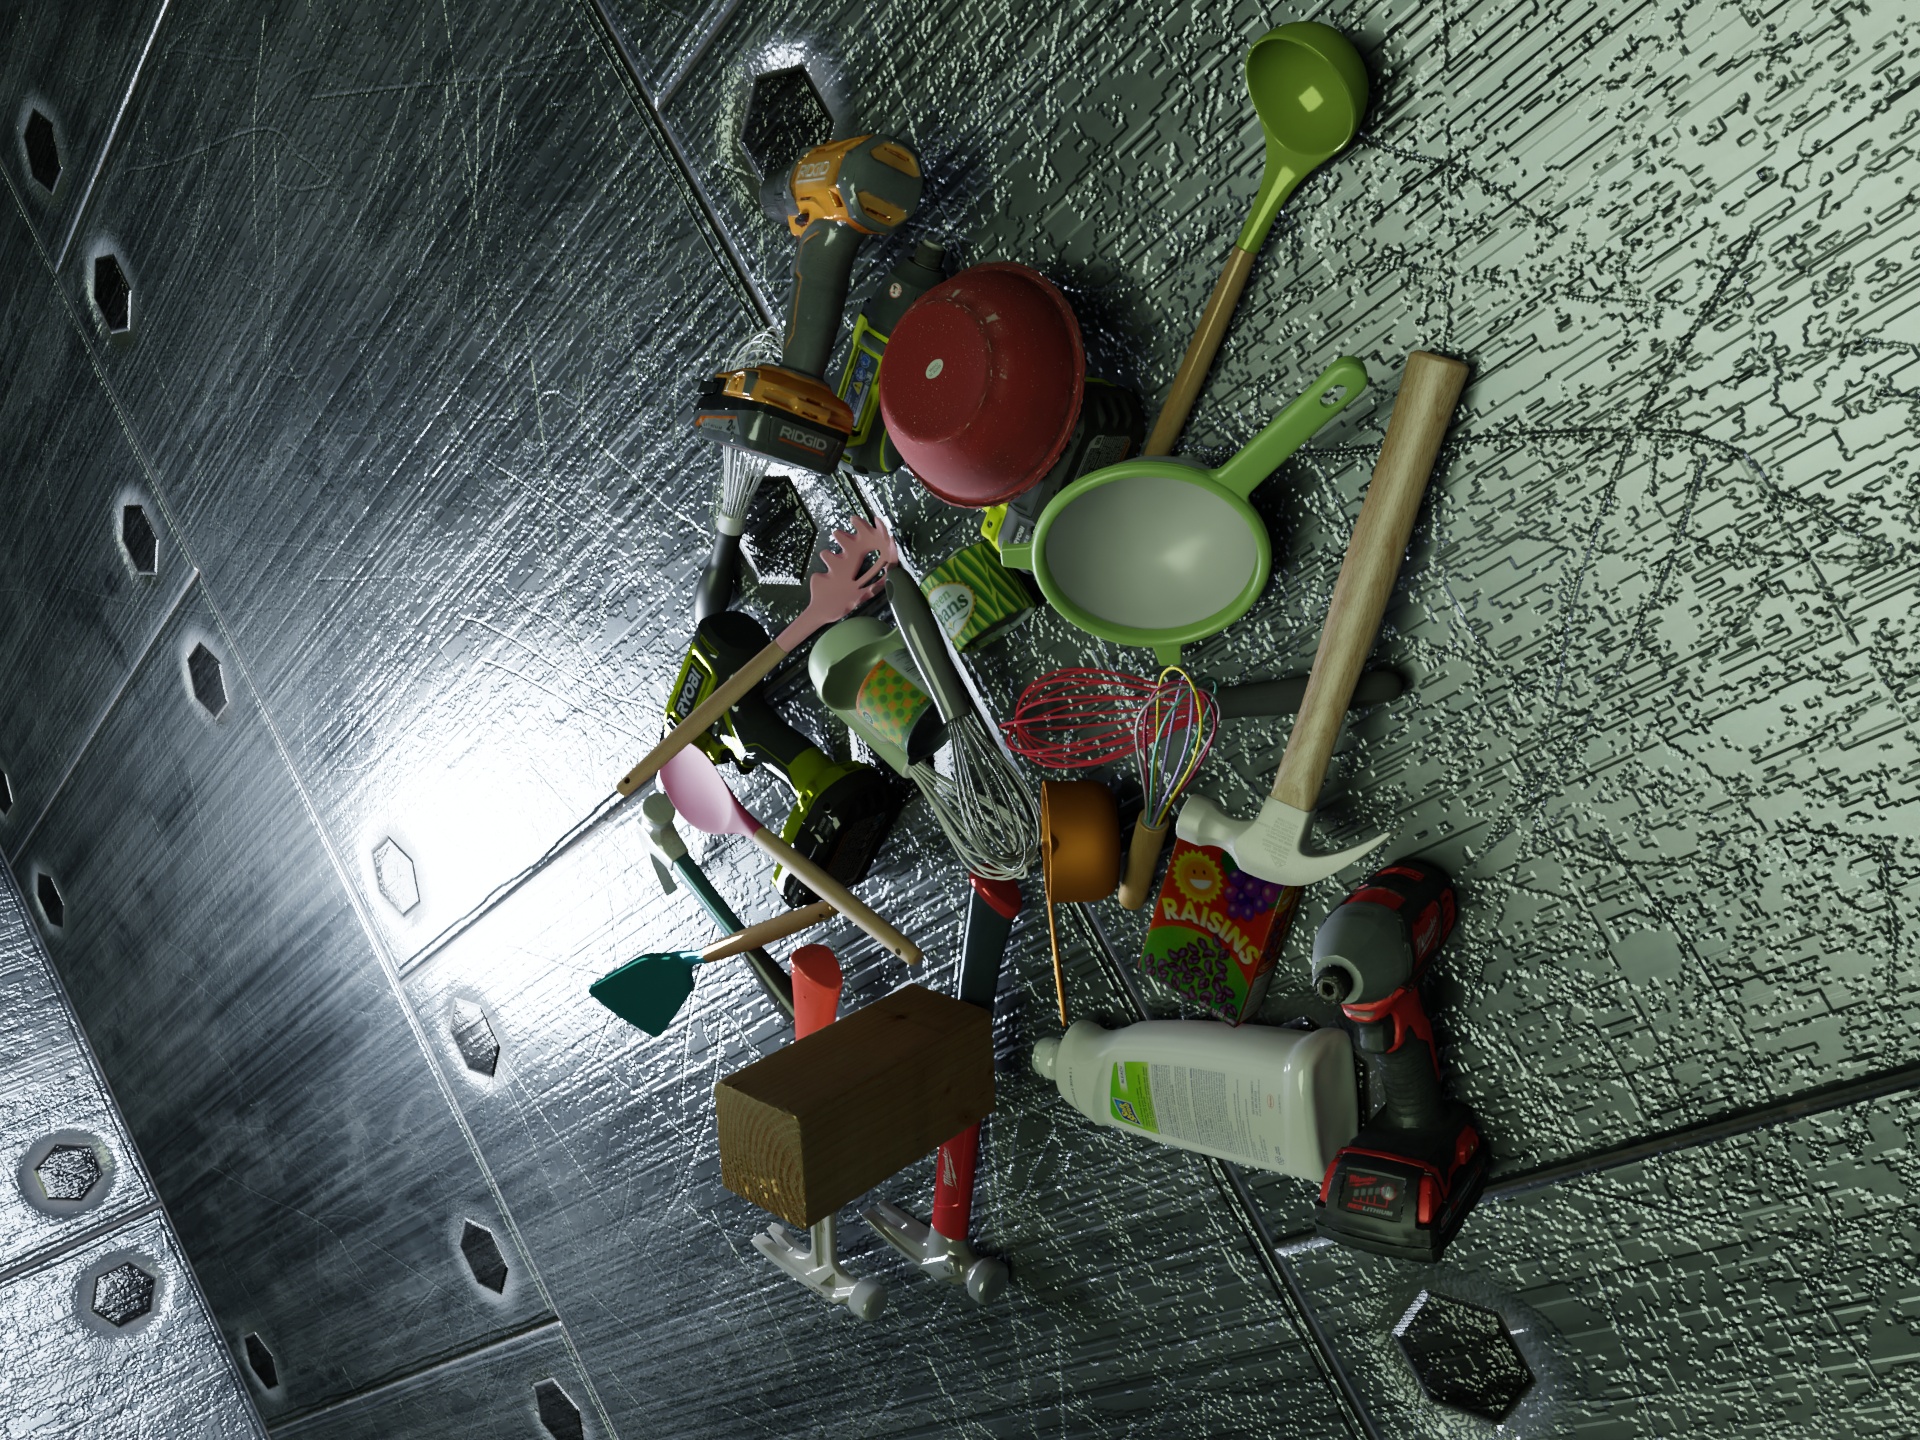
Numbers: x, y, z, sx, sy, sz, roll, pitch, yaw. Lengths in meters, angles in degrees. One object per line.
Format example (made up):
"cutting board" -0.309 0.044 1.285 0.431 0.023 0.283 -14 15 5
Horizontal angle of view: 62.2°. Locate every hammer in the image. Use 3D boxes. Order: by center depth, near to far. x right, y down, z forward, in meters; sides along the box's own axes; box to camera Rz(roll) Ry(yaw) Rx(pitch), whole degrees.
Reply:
"hammer" 0.236 -0.054 0.955 0.130 0.031 0.331 23 108 26
"hammer" -0.007 0.288 1.300 0.143 0.038 0.386 22 117 35
"hammer" -0.128 0.347 1.364 0.149 0.036 0.358 20 123 36
"hammer" -0.177 0.212 1.397 0.331 0.033 0.128 50 157 9

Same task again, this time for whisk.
"whisk" 0.151 -0.009 1.062 0.296 0.073 0.073 -6 100 36
"whisk" 0.132 0.050 1.063 0.047 0.051 0.244 33 145 21
"whisk" -0.002 -0.004 1.146 0.055 0.055 0.239 -32 78 41
"whisk" -0.031 0.040 1.237 0.246 0.058 0.059 42 157 27
"whisk" -0.176 -0.188 1.283 0.070 0.070 0.284 40 131 24

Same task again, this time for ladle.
"ladle" 0.159 -0.264 0.974 0.078 0.062 0.320 39 128 23

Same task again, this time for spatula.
"spatula" -0.201 0.202 1.341 0.082 0.044 0.317 41 139 -22

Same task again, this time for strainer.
"strainer" 0.153 -0.149 0.988 0.151 0.069 0.256 30 132 -21

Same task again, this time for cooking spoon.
"cooking spoon" -0.142 0.103 1.257 0.319 0.017 0.068 33 120 34

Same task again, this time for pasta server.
"pasta server" -0.164 -0.043 1.252 0.316 0.040 0.060 -40 66 14

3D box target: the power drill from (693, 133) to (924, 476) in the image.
"power drill" -0.117 -0.298 1.126 0.185 0.084 0.226 25 99 56

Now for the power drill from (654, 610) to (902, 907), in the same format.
"power drill" -0.168 0.046 1.333 0.229 0.080 0.190 45 127 24

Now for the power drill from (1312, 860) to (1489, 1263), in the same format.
"power drill" 0.263 0.210 0.980 0.078 0.143 0.219 1 107 37

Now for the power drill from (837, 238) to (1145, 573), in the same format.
"power drill" 0.010 -0.216 1.101 0.223 0.080 0.171 38 120 28

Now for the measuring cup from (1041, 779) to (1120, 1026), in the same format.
"measuring cup" 0.088 0.127 1.123 0.052 0.095 0.173 -4 87 -1

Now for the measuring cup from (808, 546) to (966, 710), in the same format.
"measuring cup" -0.054 -0.079 1.213 0.167 0.083 0.038 -50 56 21
